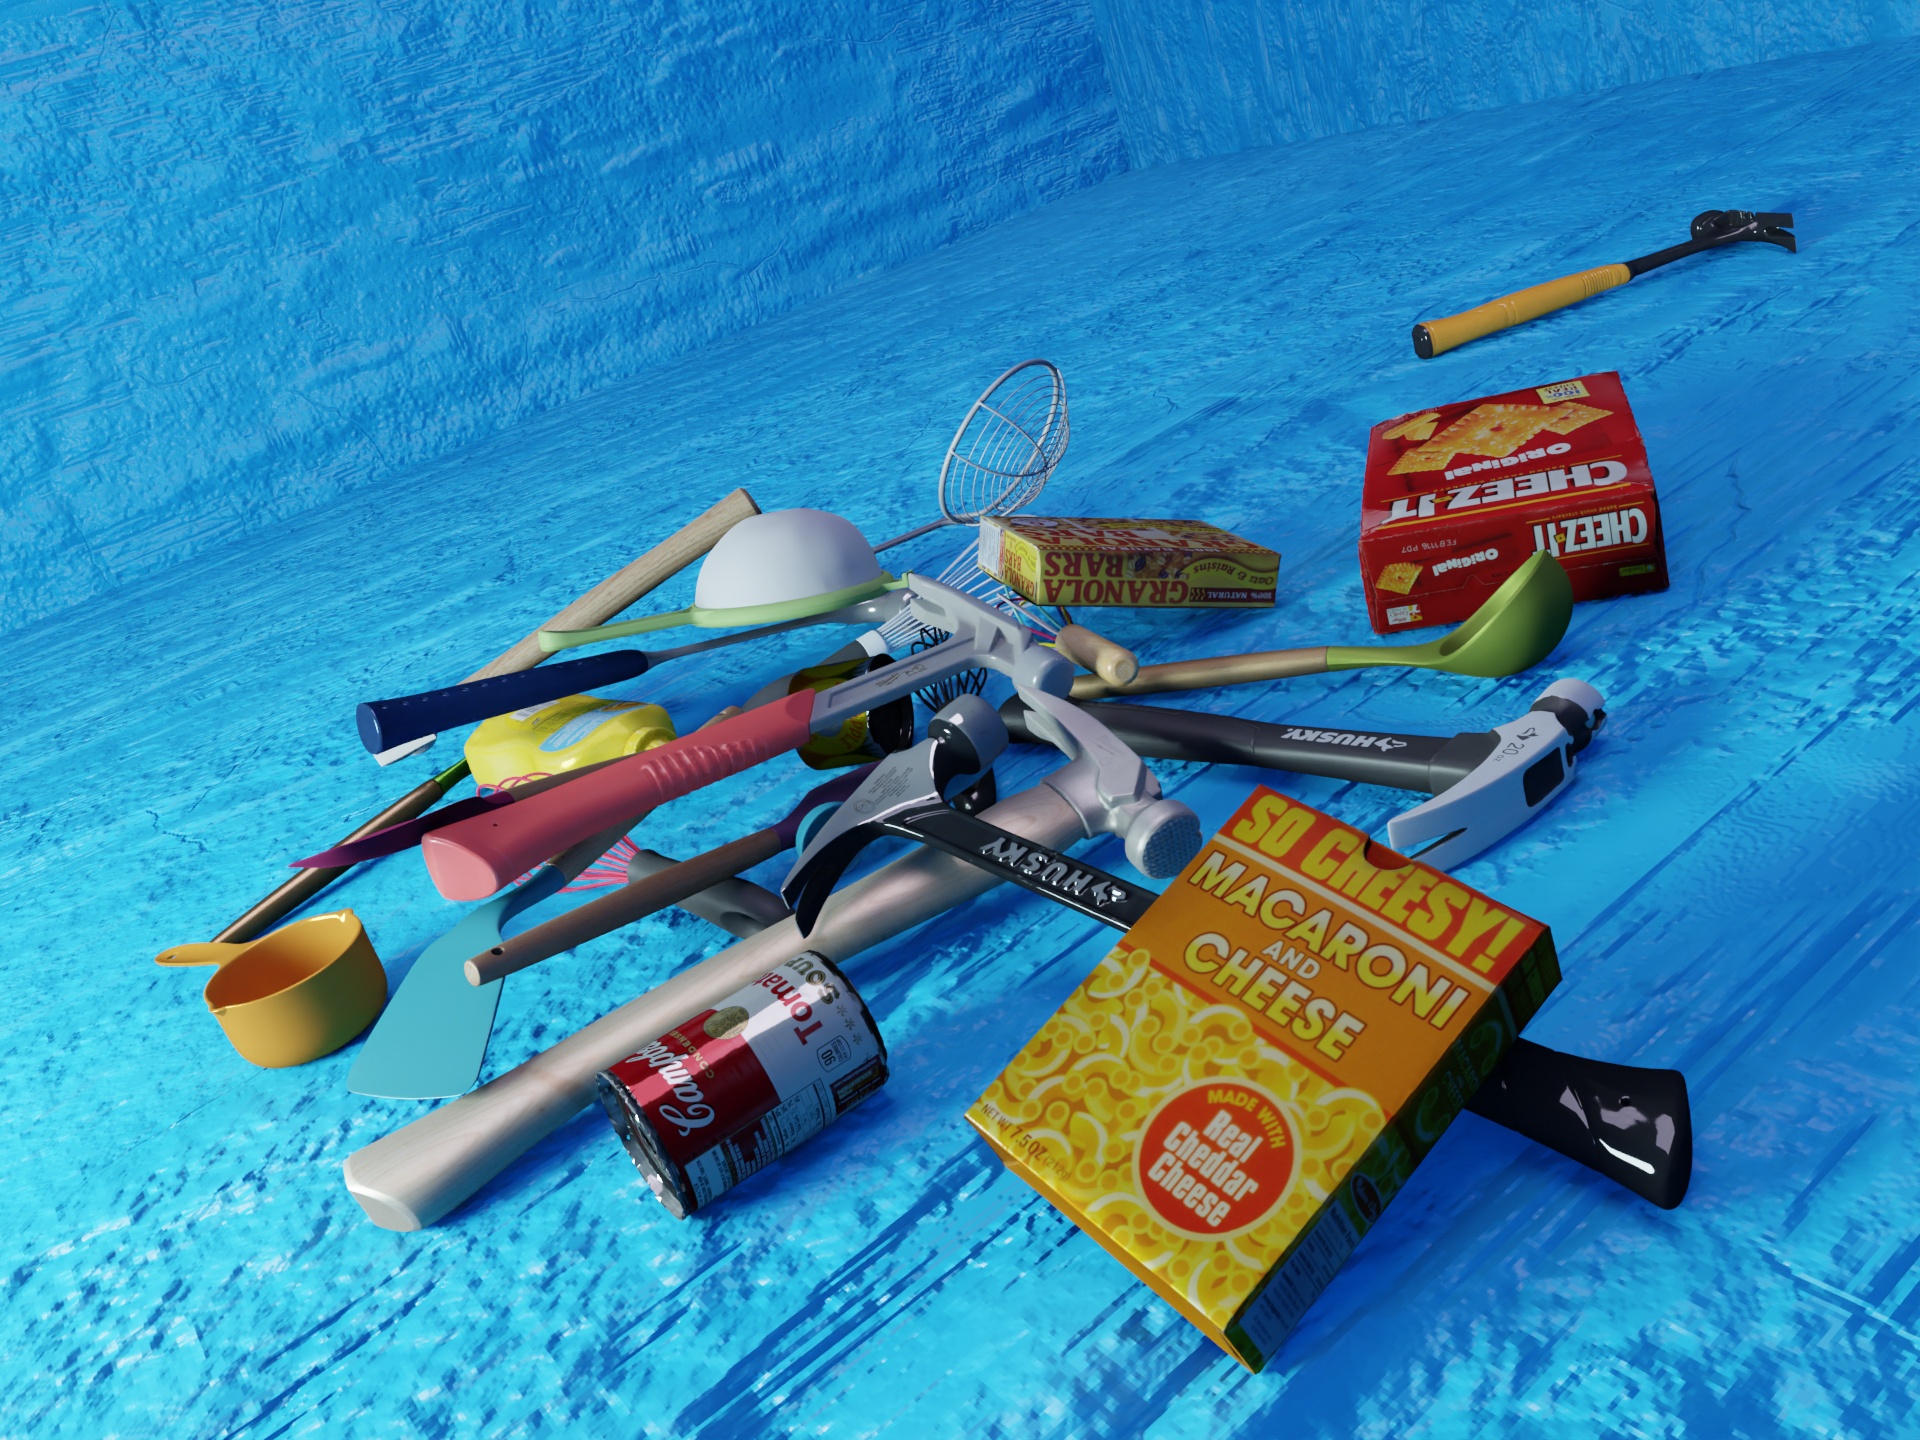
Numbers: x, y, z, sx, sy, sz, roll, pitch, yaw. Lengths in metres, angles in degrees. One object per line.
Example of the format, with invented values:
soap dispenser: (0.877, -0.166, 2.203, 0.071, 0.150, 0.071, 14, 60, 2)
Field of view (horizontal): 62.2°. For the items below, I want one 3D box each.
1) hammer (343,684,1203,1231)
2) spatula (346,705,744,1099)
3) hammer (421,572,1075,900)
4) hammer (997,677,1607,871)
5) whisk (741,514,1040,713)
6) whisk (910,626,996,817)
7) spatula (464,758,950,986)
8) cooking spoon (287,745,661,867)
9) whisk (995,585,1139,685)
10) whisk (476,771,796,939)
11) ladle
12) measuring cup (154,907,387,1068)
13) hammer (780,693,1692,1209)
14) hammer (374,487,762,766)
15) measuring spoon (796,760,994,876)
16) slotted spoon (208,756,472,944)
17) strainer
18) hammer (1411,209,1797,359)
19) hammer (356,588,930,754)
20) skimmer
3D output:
hammer: (-0.093, 0.109, 0.756, 0.410, 0.038, 0.146, -27, 39, -15)
spatula: (-0.194, 0.077, 0.831, 0.082, 0.044, 0.317, -6, 24, 29)
hammer: (-0.117, 0.005, 0.862, 0.359, 0.036, 0.149, -23, 36, -31)
hammer: (0.144, 0.014, 0.828, 0.335, 0.035, 0.146, 7, 33, 46)
whisk: (-0.036, -0.066, 1.128, 0.284, 0.070, 0.070, -32, 26, -18)
whisk: (0.000, -0.003, 0.968, 0.055, 0.055, 0.239, -17, 27, 2)
spatula: (-0.115, 0.072, 0.822, 0.060, 0.018, 0.316, 32, 35, 30)
cooking spoon: (-0.233, 0.041, 0.875, 0.069, 0.017, 0.319, -19, 0, 27)
whisk: (0.066, -0.057, 1.003, 0.047, 0.051, 0.245, -14, 15, -10)
whisk: (-0.190, 0.080, 0.903, 0.296, 0.073, 0.073, 13, 37, 42)
ladle: (0.182, -0.043, 0.905, 0.320, 0.062, 0.078, -6, 21, 33)
measuring cup: (-0.396, 0.153, 0.899, 0.174, 0.052, 0.095, -4, 27, 35)
hammer: (0.088, 0.088, 0.634, 0.149, 0.036, 0.409, -40, 38, -27)
hammer: (-0.287, -0.067, 1.156, 0.331, 0.031, 0.130, -34, 8, -1)
measuring spoon: (-0.036, 0.042, 0.846, 0.128, 0.042, 0.021, -27, 32, -29)
slotted spoon: (-0.386, 0.063, 1.110, 0.031, 0.070, 0.314, 34, 52, 17)
strainer: (-0.171, -0.103, 1.105, 0.256, 0.069, 0.151, -14, 14, -27)
hammer: (0.569, -0.392, 1.432, 0.337, 0.034, 0.127, -20, 22, -3)
hammer: (-0.218, -0.043, 1.117, 0.405, 0.035, 0.144, -17, 17, -36)
skimmer: (-0.055, -0.166, 1.204, 0.363, 0.090, 0.127, -17, 13, 47)
